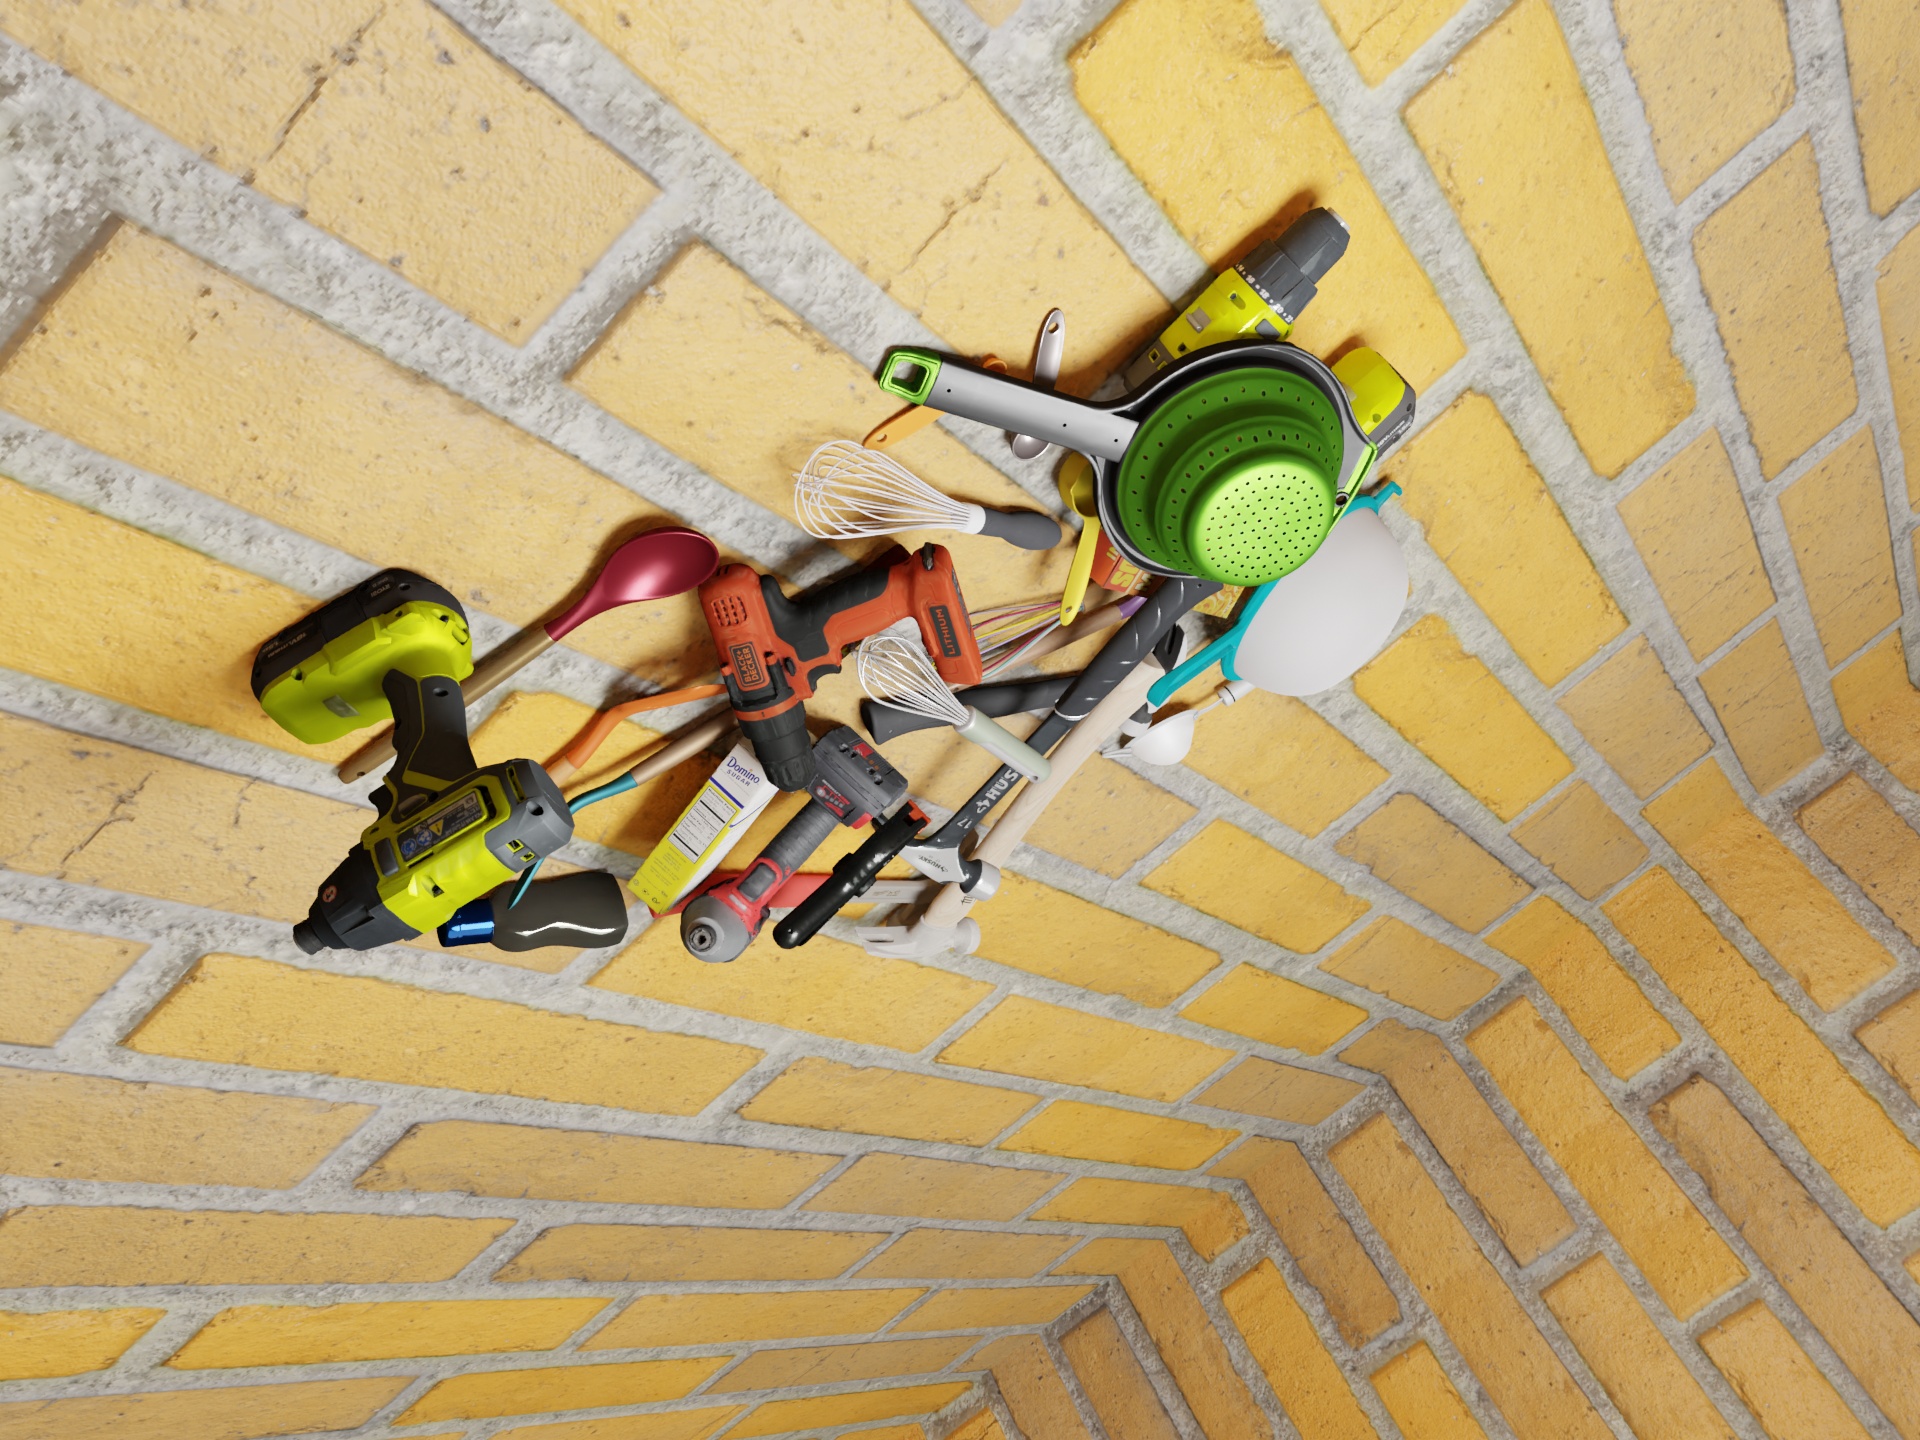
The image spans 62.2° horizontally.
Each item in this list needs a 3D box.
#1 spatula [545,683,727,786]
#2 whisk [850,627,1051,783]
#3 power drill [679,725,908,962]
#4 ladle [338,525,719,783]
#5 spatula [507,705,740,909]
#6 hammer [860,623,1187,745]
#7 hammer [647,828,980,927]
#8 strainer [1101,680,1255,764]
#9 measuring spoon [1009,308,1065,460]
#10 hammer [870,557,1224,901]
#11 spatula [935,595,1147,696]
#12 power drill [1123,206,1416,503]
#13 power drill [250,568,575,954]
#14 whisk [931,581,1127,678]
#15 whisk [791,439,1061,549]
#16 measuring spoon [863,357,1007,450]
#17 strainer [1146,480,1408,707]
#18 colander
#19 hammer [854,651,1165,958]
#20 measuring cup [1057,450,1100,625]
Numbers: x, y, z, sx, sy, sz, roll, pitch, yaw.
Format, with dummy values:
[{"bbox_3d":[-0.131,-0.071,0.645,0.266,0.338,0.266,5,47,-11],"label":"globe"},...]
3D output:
[{"bbox_3d":[-0.309,0.053,1.218,0.322,0.041,0.081,-38,173,12],"label":"spatula"},{"bbox_3d":[-0.002,-0.004,1.285,0.246,0.058,0.059,35,66,-42],"label":"whisk"},{"bbox_3d":[-0.147,0.111,1.320,0.219,0.078,0.143,-48,179,5],"label":"power drill"},{"bbox_3d":[-0.305,-0.045,1.108,0.315,0.031,0.069,-33,145,5],"label":"ladle"},{"bbox_3d":[-0.230,0.041,1.258,0.317,0.044,0.082,-32,-169,-8],"label":"spatula"},{"bbox_3d":[0.061,-0.024,1.428,0.334,0.035,0.146,-9,141,-31],"label":"hammer"},{"bbox_3d":[-0.138,0.155,1.498,0.358,0.037,0.149,7,131,-45],"label":"hammer"},{"bbox_3d":[0.261,-0.018,1.596,0.258,0.050,0.086,-34,165,-3],"label":"strainer"},{"bbox_3d":[0.057,-0.245,1.158,0.034,0.018,0.124,-13,136,-26],"label":"measuring spoon"},{"bbox_3d":[0.079,0.000,1.366,0.149,0.036,0.409,28,121,-24],"label":"hammer"},{"bbox_3d":[0.117,-0.087,1.397,0.316,0.018,0.059,-24,145,-19],"label":"spatula"},{"bbox_3d":[0.255,-0.272,1.220,0.190,0.080,0.228,-44,141,19],"label":"power drill"},{"bbox_3d":[-0.352,0.027,0.981,0.171,0.223,0.080,-31,147,-2],"label":"power drill"},{"bbox_3d":[0.084,-0.092,1.352,0.245,0.051,0.047,-25,141,-17],"label":"whisk"},{"bbox_3d":[-0.016,-0.154,1.180,0.284,0.070,0.070,4,133,-49],"label":"whisk"},{"bbox_3d":[-0.019,-0.224,1.125,0.117,0.011,0.021,-30,147,4],"label":"measuring spoon"},{"bbox_3d":[0.299,-0.069,1.417,0.340,0.095,0.210,-32,154,-38],"label":"strainer"},{"bbox_3d":[0.133,-0.181,1.129,0.396,0.095,0.204,12,125,-23],"label":"colander"},{"bbox_3d":[0.053,0.087,1.502,0.146,0.038,0.410,5,132,-42],"label":"hammer"},{"bbox_3d":[0.093,-0.148,1.270,0.062,0.029,0.156,-14,131,-34],"label":"measuring cup"}]
